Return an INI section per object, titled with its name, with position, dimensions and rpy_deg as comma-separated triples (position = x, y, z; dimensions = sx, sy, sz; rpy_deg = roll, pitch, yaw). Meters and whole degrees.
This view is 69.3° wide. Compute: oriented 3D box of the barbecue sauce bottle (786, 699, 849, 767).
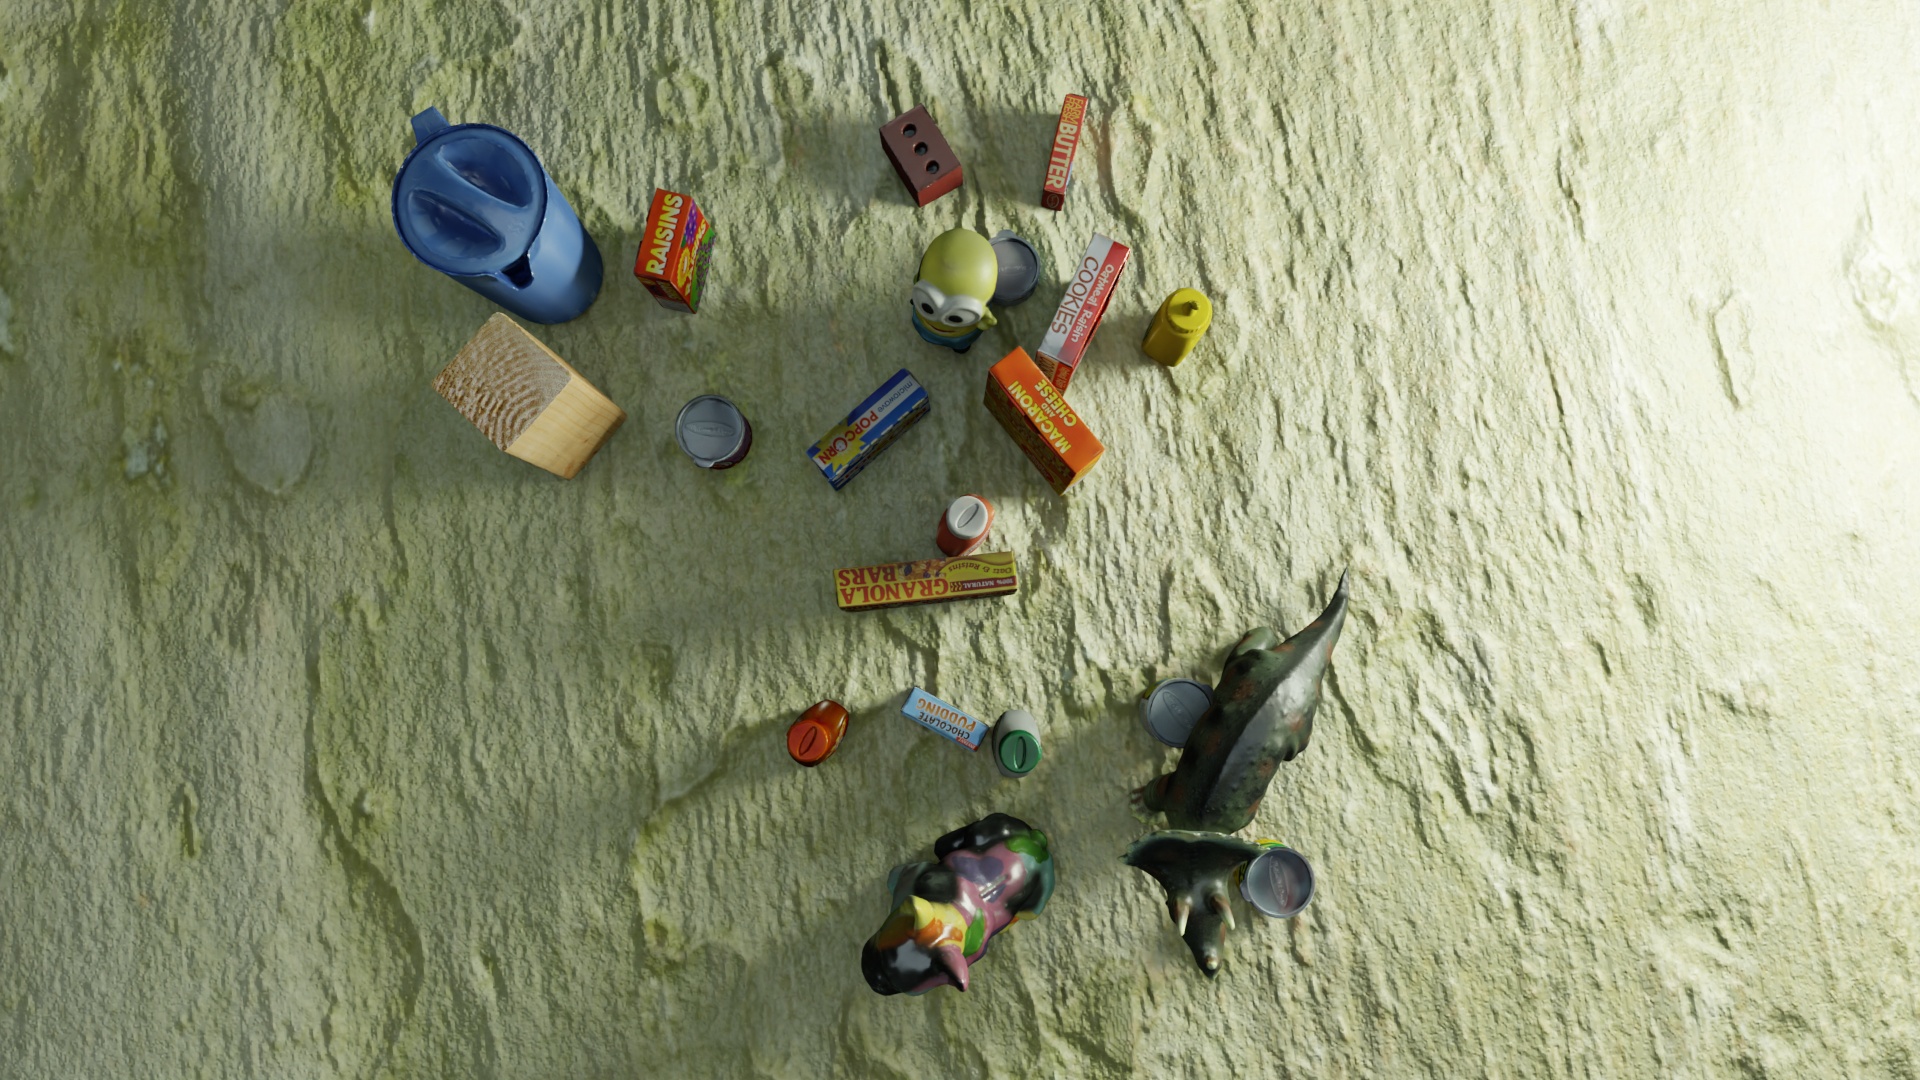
[barbecue sauce bottle]
position = -0.135, 0.181, 1.284
dimensions = 0.044, 0.148, 0.065
rpy_deg = 30, 86, 2

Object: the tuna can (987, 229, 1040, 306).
[tuna can]
position = 0.046, -0.271, 1.385
dimensions = 0.071, 0.033, 0.071
rpy_deg = 0, 85, 0

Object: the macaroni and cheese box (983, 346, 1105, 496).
[macaroni and cheese box]
position = 0.075, -0.107, 1.303
dimensions = 0.040, 0.166, 0.124
rpy_deg = -39, 86, -3

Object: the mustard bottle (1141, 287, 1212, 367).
[mustard bottle]
position = 0.209, -0.209, 1.316
dimensions = 0.049, 0.160, 0.065
rpy_deg = 30, 86, 2

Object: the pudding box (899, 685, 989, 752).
[pudding box]
position = -0.016, 0.171, 1.335
dimensions = 0.084, 0.049, 0.030
rpy_deg = 28, 86, 2

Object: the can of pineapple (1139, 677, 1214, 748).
[can of pineapple]
position = 0.209, 0.164, 1.333
dimensions = 0.071, 0.058, 0.071
rpy_deg = 0, 85, 0

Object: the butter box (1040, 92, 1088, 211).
[butter box]
position = 0.103, -0.387, 1.386
dimensions = 0.024, 0.053, 0.103
rpy_deg = 13, 85, 1

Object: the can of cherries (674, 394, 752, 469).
[can of cherries]
position = -0.241, -0.102, 1.355
dimensions = 0.071, 0.058, 0.071
rpy_deg = 0, 85, 0

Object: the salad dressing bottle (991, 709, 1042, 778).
[salad dressing bottle]
position = 0.052, 0.190, 1.285
dimensions = 0.044, 0.147, 0.064
rpy_deg = 4, 85, 0

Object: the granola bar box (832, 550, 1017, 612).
[granola bar box]
position = -0.031, 0.040, 1.310
dimensions = 0.166, 0.124, 0.039
rpy_deg = -6, 85, -1

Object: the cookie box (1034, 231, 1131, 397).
[cookie box]
position = 0.111, -0.207, 1.312
dimensions = 0.040, 0.167, 0.123
rpy_deg = 25, 86, 2

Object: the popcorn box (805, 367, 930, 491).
[popcorn box]
position = -0.087, -0.106, 1.342
dimensions = 0.127, 0.085, 0.038
rpy_deg = -41, 87, -4

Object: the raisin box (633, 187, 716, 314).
[raisin box]
position = -0.274, -0.277, 1.338
dimensions = 0.040, 0.123, 0.086
rpy_deg = 14, 85, 1

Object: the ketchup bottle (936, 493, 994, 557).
[ketchup bottle]
position = 0.005, -0.016, 1.303
dimensions = 0.043, 0.148, 0.065
rpy_deg = 40, 86, 3

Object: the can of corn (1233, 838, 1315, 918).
[can of corn]
position = 0.295, 0.321, 1.319
dimensions = 0.071, 0.058, 0.071
rpy_deg = 0, 85, 0
